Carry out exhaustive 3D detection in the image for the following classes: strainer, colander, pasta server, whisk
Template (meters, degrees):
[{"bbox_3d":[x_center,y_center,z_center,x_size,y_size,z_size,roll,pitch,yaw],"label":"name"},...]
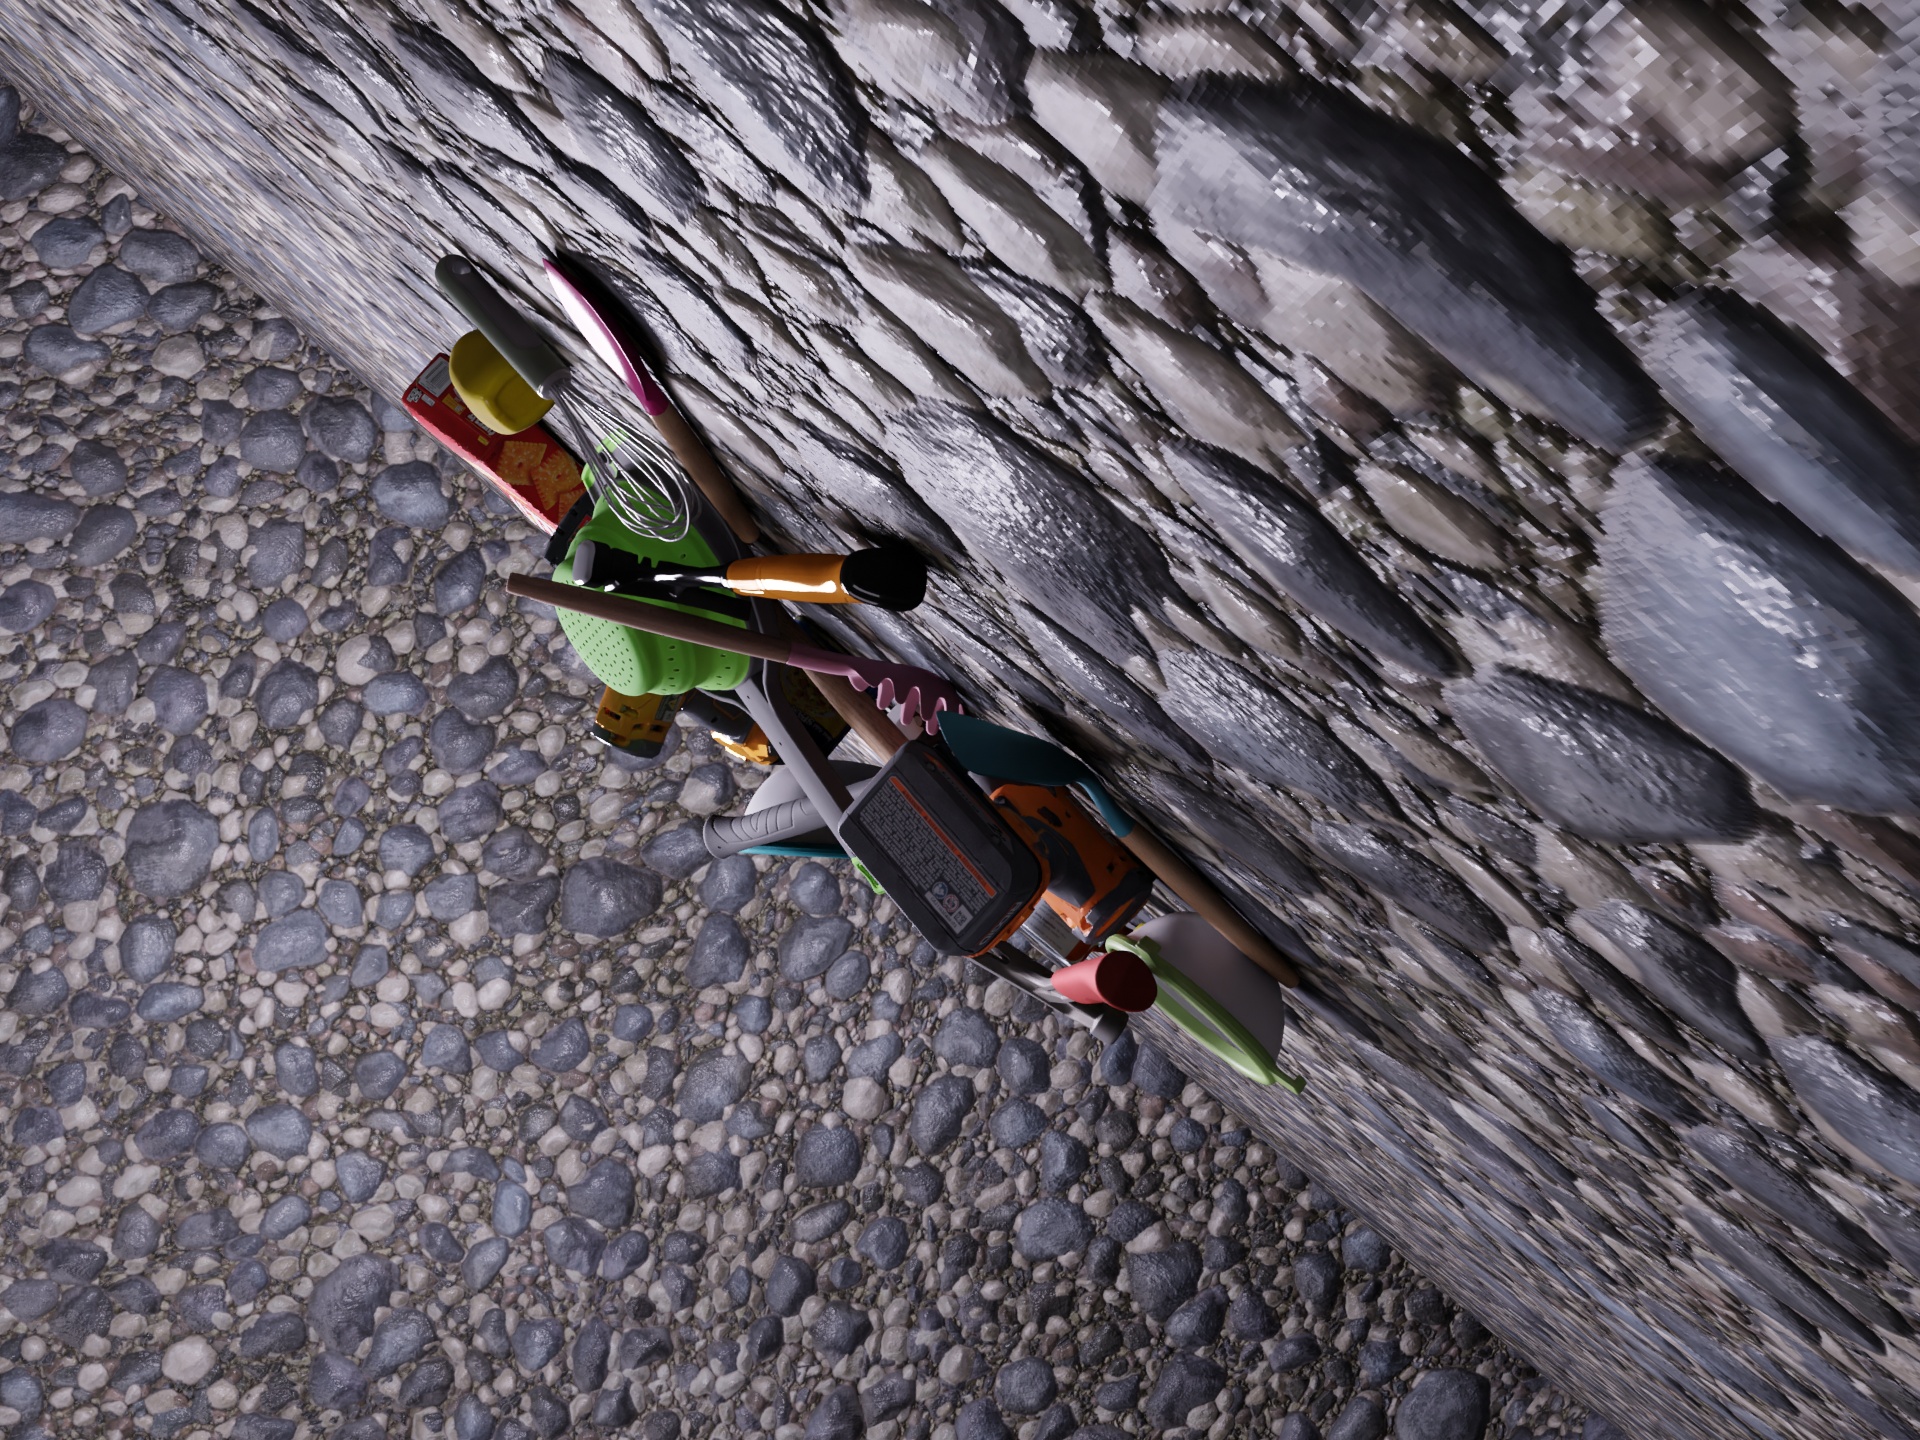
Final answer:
[{"bbox_3d":[-0.084,0.082,1.481,0.211,0.095,0.340,6,173,-31],"label":"strainer"},{"bbox_3d":[0.170,0.184,1.166,0.151,0.069,0.256,43,172,-5],"label":"strainer"},{"bbox_3d":[-0.187,-0.018,1.175,0.397,0.094,0.204,56,149,-4],"label":"colander"},{"bbox_3d":[-0.142,-0.044,1.051,0.316,0.040,0.060,14,174,-14],"label":"pasta server"},{"bbox_3d":[-0.246,-0.204,0.988,0.246,0.058,0.059,47,140,11],"label":"whisk"}]

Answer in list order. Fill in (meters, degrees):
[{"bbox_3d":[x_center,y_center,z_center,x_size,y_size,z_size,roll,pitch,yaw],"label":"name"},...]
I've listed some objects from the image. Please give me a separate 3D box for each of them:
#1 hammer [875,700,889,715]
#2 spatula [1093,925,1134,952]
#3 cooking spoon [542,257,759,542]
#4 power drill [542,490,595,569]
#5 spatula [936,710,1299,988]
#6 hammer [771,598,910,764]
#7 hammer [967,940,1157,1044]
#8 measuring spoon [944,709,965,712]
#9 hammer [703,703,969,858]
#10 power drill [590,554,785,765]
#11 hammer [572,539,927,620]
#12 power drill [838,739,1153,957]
[{"bbox_3d":[-0.030,0.054,1.559,0.149,0.036,0.408,35,171,38],"label":"hammer"},{"bbox_3d":[0.070,0.166,1.443,0.081,0.041,0.322,22,173,41],"label":"spatula"},{"bbox_3d":[-0.170,-0.174,0.937,0.069,0.017,0.318,45,174,19],"label":"cooking spoon"},{"bbox_3d":[-0.270,-0.128,1.435,0.143,0.078,0.219,37,-177,20],"label":"power drill"},{"bbox_3d":[0.112,0.089,1.003,0.317,0.044,0.082,42,-170,-26],"label":"spatula"},{"bbox_3d":[-0.095,-0.029,1.192,0.332,0.031,0.129,46,173,32],"label":"hammer"},{"bbox_3d":[0.082,0.193,1.193,0.149,0.037,0.359,31,169,3],"label":"hammer"},{"bbox_3d":[-0.002,-0.004,1.165,0.021,0.011,0.117,43,170,9],"label":"measuring spoon"},{"bbox_3d":[-0.106,0.077,1.345,0.335,0.035,0.146,-18,124,43],"label":"hammer"},{"bbox_3d":[-0.207,-0.053,1.381,0.084,0.185,0.226,26,-173,29],"label":"power drill"},{"bbox_3d":[-0.113,-0.082,0.939,0.127,0.034,0.337,10,179,-33],"label":"hammer"},{"bbox_3d":[0.020,0.070,1.008,0.164,0.084,0.226,48,-163,22],"label":"power drill"}]
